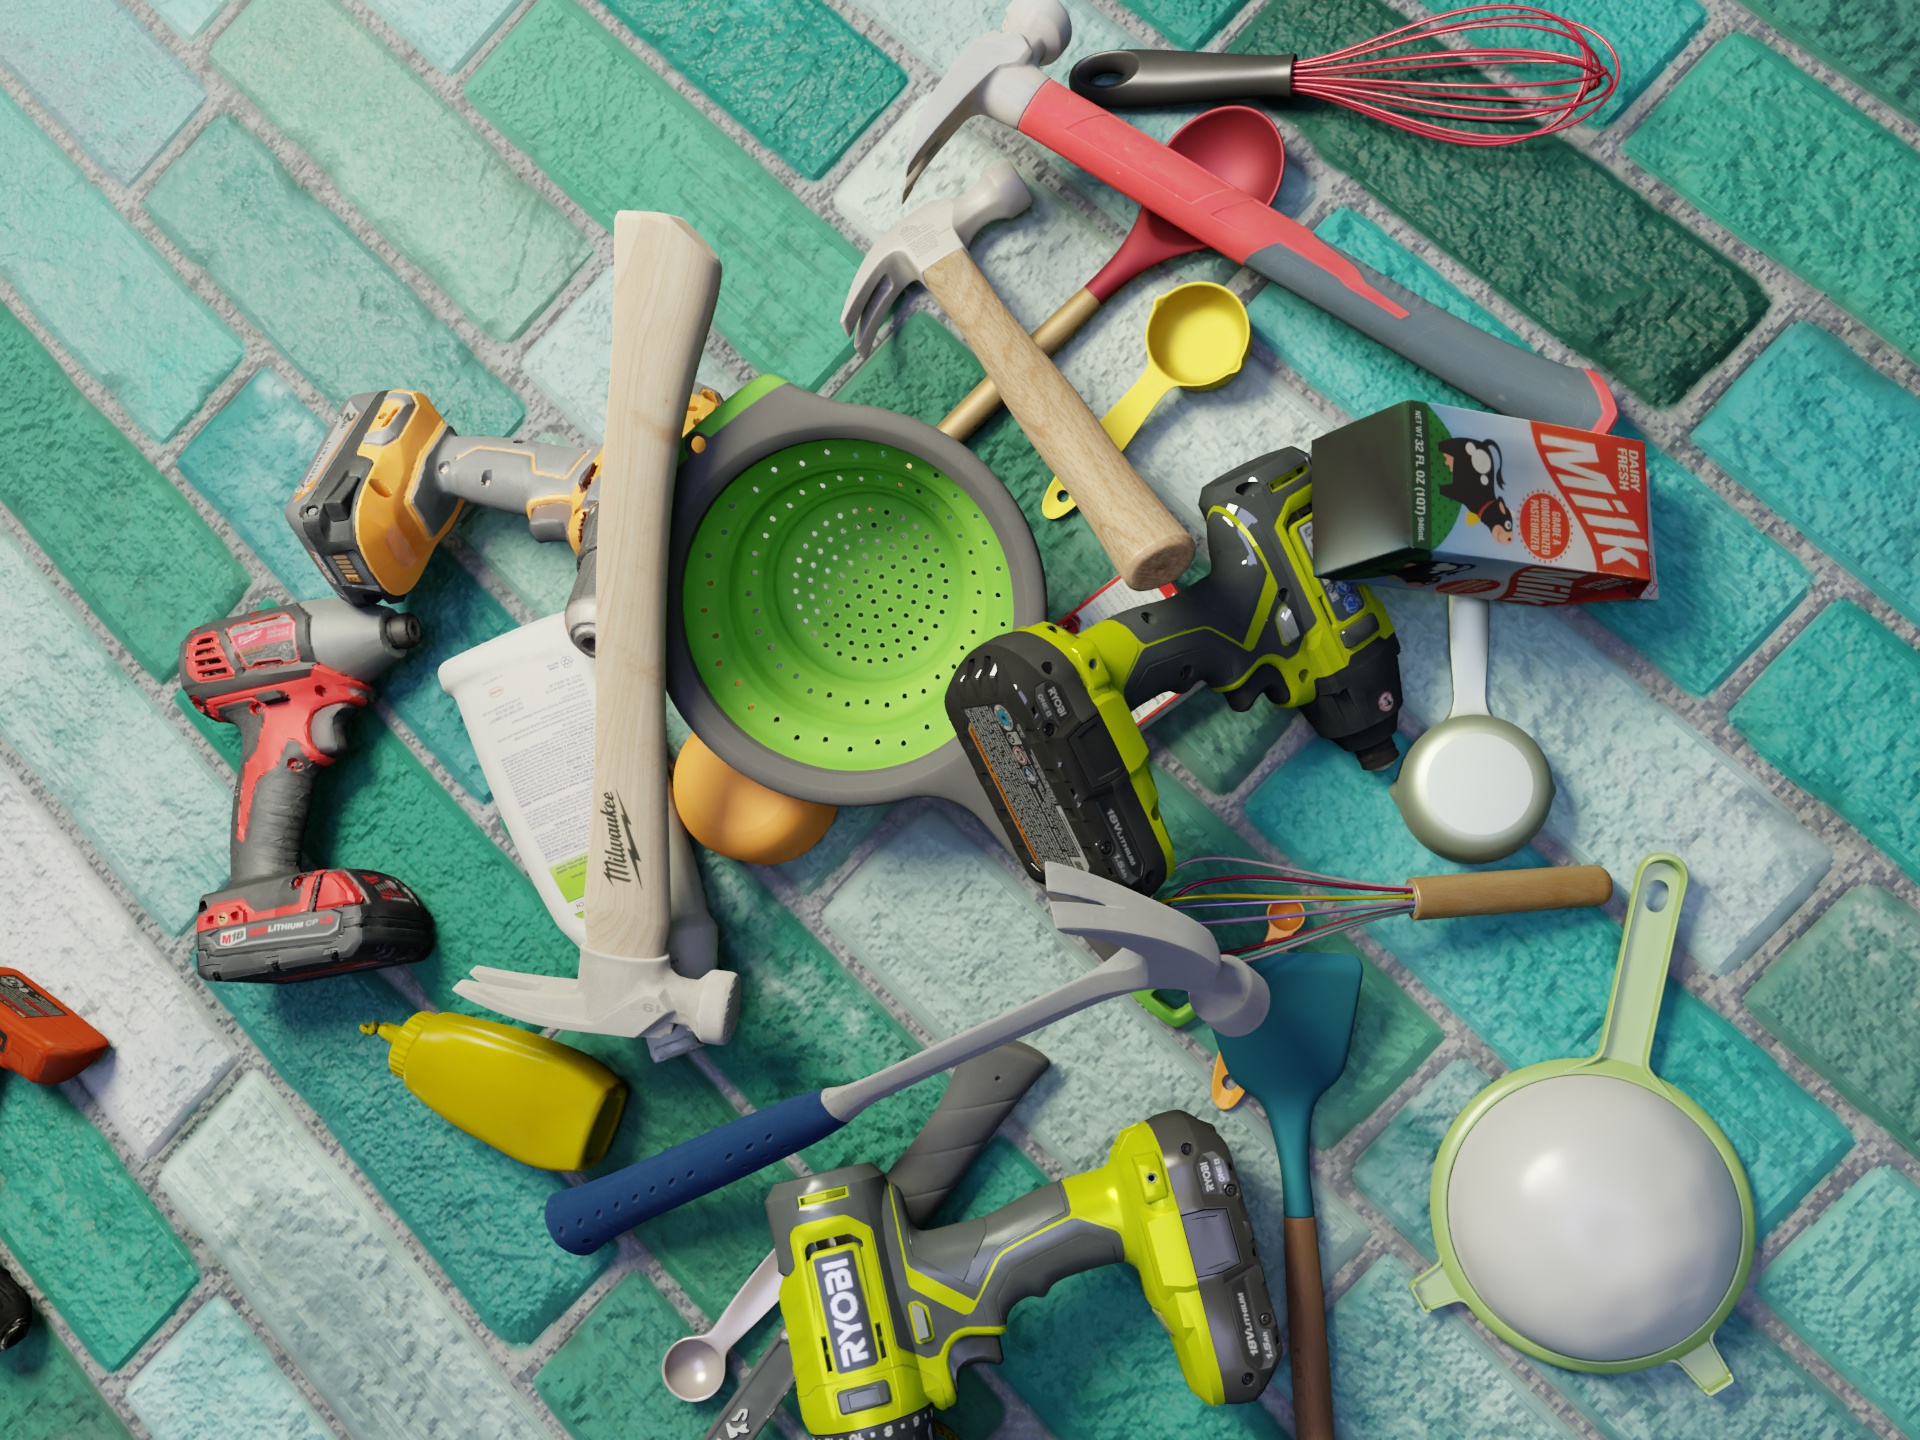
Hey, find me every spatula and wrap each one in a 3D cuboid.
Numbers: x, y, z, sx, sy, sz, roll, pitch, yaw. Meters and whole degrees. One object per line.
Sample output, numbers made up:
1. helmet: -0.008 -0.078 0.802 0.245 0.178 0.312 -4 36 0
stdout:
1. spatula: 0.169 0.275 0.792 0.082 0.044 0.317 -4 83 7

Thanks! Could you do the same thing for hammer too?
1. hammer: 0.158 -0.235 0.825 0.386 0.038 0.143 32 68 4
2. hammer: -0.172 -0.038 0.787 0.146 0.038 0.410 6 104 4
3. hammer: 0.030 -0.175 0.813 0.130 0.031 0.332 -32 48 5
4. hammer: -0.085 0.336 0.835 0.149 0.036 0.409 37 88 1
5. hammer: -0.056 0.184 0.789 0.405 0.143 0.035 -29 44 24

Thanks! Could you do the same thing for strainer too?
1. strainer: 0.316 0.188 0.758 0.151 0.069 0.256 13 87 14

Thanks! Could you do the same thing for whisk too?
1. whisk: 0.201 -0.351 0.866 0.296 0.073 0.073 8 84 19
2. whisk: 0.203 0.090 0.785 0.245 0.047 0.051 -4 39 -4

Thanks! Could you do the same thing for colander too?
1. colander: -0.001 -0.003 0.846 0.204 0.094 0.397 -39 96 13

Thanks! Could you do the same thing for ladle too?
1. ladle: 0.056 -0.219 0.893 0.315 0.031 0.069 -43 81 6

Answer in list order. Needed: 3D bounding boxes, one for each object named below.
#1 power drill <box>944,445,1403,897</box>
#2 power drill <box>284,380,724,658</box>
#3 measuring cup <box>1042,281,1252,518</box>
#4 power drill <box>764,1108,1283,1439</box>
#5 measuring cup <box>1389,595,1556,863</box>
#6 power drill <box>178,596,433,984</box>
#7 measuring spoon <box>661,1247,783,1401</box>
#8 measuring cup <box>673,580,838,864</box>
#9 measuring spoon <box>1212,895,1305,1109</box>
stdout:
1. power drill: 0.118 -0.013 0.775 0.223 0.080 0.171 -31 101 -26
2. power drill: -0.252 -0.111 0.887 0.226 0.084 0.186 0 52 11
3. measuring cup: 0.101 -0.172 0.883 0.062 0.029 0.156 44 105 14
4. power drill: 0.031 0.296 0.770 0.228 0.080 0.191 -13 76 -5
5. measuring cup: 0.262 -0.011 0.812 0.083 0.038 0.167 -1 84 12
6. power drill: -0.376 0.036 0.928 0.143 0.078 0.220 -11 77 10
7. measuring spoon: -0.113 0.316 0.864 0.034 0.018 0.124 42 86 2
8. measuring cup: -0.127 -0.005 0.888 0.095 0.052 0.174 -19 81 9
9. measuring spoon: 0.155 0.147 0.831 0.021 0.011 0.117 18 90 14
